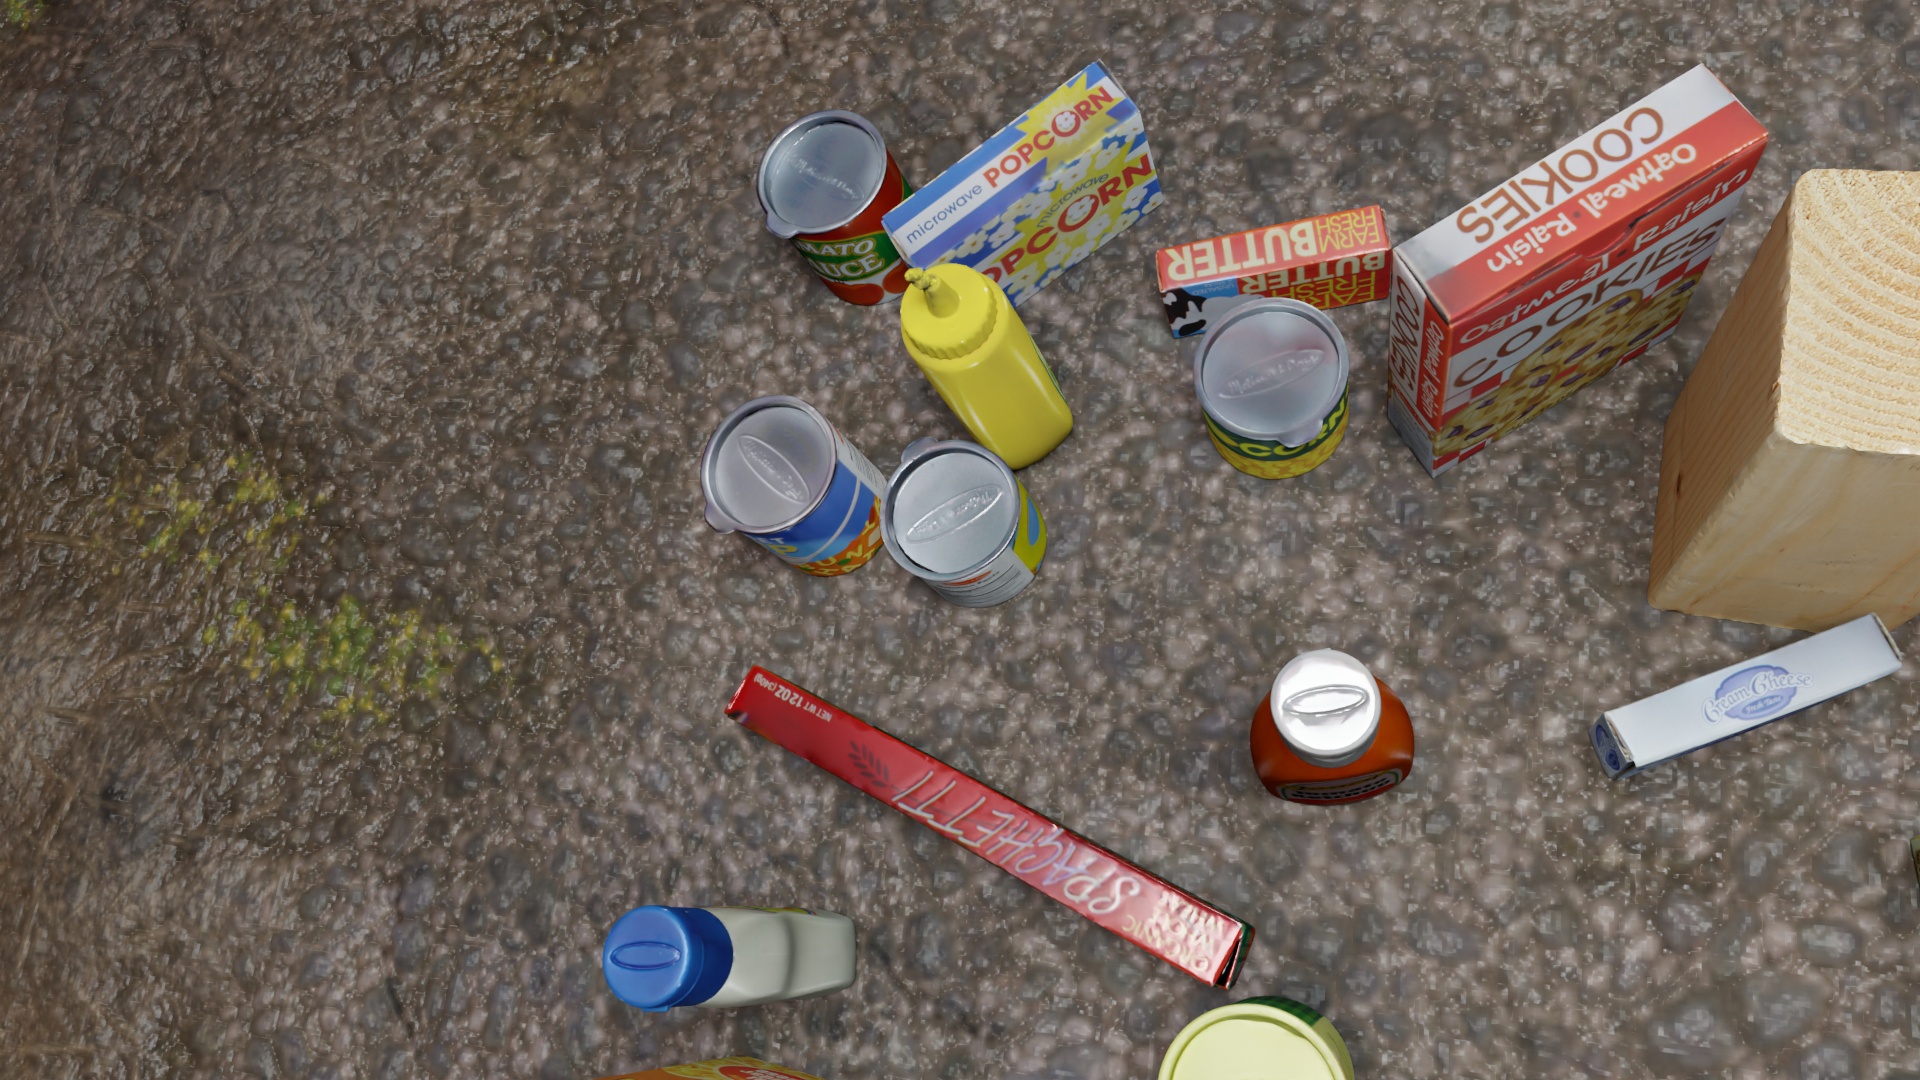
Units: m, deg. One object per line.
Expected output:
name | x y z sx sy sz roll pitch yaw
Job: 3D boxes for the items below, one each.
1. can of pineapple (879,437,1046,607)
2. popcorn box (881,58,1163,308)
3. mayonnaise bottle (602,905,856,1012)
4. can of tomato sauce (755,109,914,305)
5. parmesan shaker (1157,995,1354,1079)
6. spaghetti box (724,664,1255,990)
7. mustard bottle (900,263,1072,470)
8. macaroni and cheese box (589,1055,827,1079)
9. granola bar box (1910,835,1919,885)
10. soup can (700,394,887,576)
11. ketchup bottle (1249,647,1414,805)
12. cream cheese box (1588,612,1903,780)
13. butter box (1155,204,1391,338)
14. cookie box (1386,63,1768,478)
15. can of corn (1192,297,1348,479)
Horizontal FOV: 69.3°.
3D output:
can of pineapple | 0.002 -0.008 0.647 0.071 0.057 0.071 -5 73 15
popcorn box | 0.032 -0.160 0.670 0.126 0.085 0.038 -36 68 3
mayonnaise bottle | -0.094 0.170 0.571 0.065 0.148 0.041 -6 73 15
can of tomato sauce | -0.056 -0.163 0.698 0.071 0.083 0.071 -5 73 15
parmesan shaker | 0.114 0.210 0.523 0.071 0.103 0.071 -5 73 15
spaghetti box | 0.010 0.123 0.608 0.250 0.050 0.029 25 82 21
mustard bottle | 0.008 -0.082 0.612 0.049 0.160 0.065 -36 68 4
macaroni and cheese box | -0.069 0.238 0.533 0.124 0.166 0.040 9 77 18
granola bar box | 0.366 0.174 0.450 0.039 0.124 0.166 -6 72 15
soup can | -0.077 -0.022 0.660 0.071 0.083 0.071 -5 73 15
ketchup bottle | 0.141 0.073 0.532 0.065 0.148 0.043 -11 71 13
cream cheese box | 0.302 0.063 0.541 0.104 0.053 0.024 -23 69 8
butter box | 0.145 -0.123 0.644 0.103 0.053 0.024 -9 72 13
cookie box | 0.233 -0.095 0.548 0.123 0.167 0.040 -32 68 5
can of corn | 0.142 -0.064 0.624 0.071 0.058 0.071 -5 73 15
